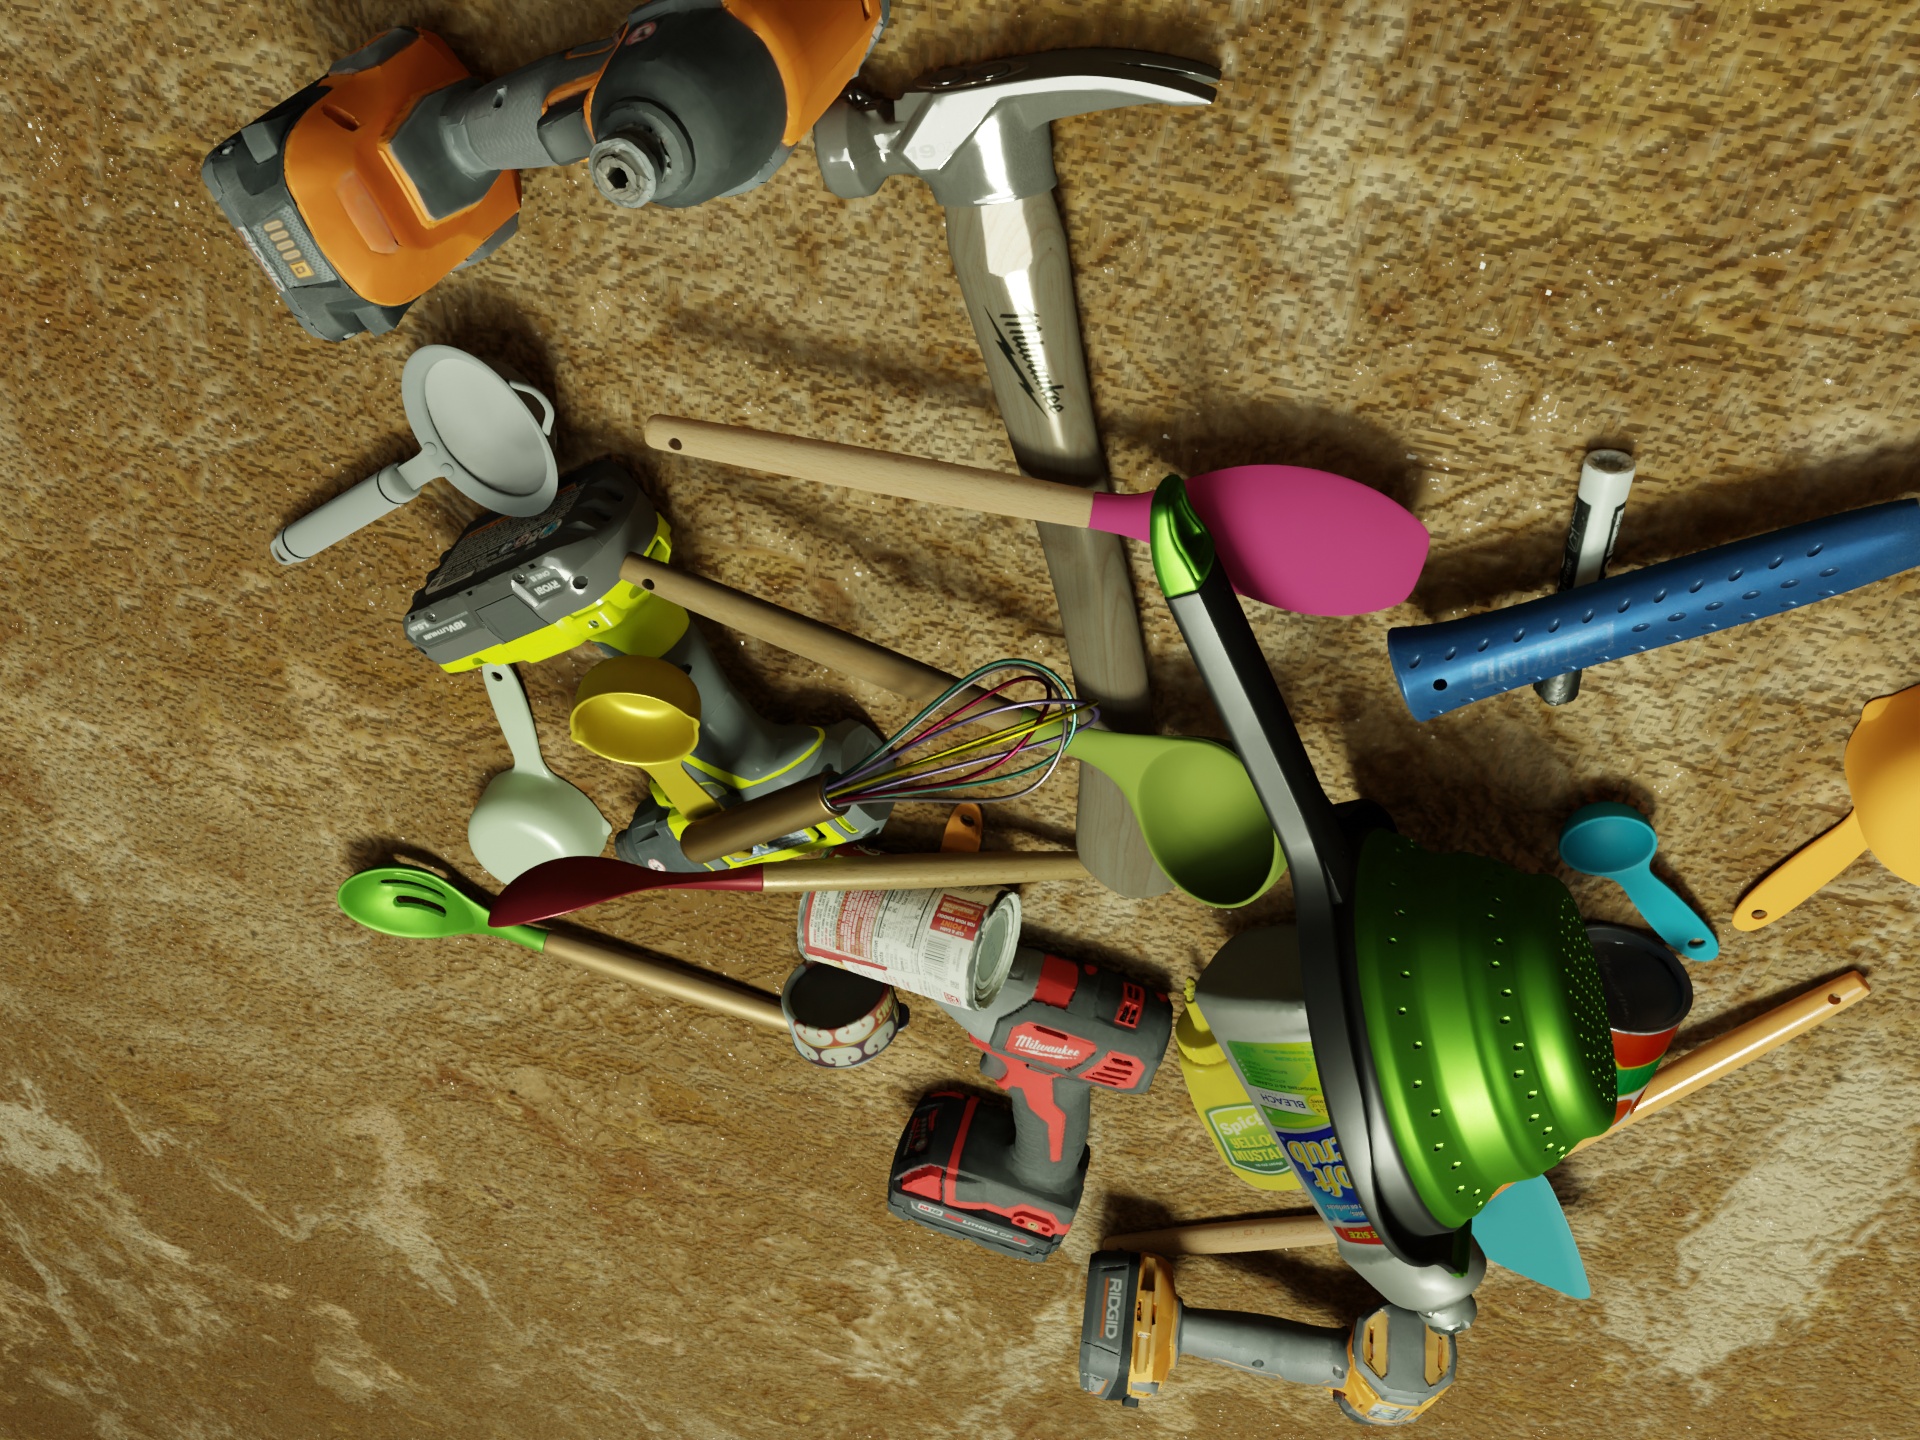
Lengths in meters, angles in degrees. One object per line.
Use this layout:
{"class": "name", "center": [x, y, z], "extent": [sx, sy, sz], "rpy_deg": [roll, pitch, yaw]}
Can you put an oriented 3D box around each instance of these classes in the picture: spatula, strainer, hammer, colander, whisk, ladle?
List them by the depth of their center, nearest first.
{"class": "hammer", "center": [0.360, -0.067, 0.571], "extent": [0.405, 0.035, 0.144], "rpy_deg": [-17, 123, 26]}
{"class": "colander", "center": [0.190, 0.064, 0.657], "extent": [0.094, 0.205, 0.396], "rpy_deg": [-15, 119, 28]}
{"class": "hammer", "center": [0.061, -0.075, 0.685], "extent": [0.146, 0.038, 0.410], "rpy_deg": [-1, 130, 18]}
{"class": "whisk", "center": [-0.042, 0.026, 0.691], "extent": [0.245, 0.047, 0.051], "rpy_deg": [-21, 120, 38]}
{"class": "ladle", "center": [-0.001, -0.002, 0.699], "extent": [0.320, 0.062, 0.078], "rpy_deg": [22, 130, -5]}
{"class": "strainer", "center": [-0.261, -0.118, 0.754], "extent": [0.258, 0.050, 0.086], "rpy_deg": [-17, 116, 37]}
{"class": "ladle", "center": [-0.073, 0.078, 0.795], "extent": [0.315, 0.069, 0.031], "rpy_deg": [-2, 95, -12]}
{"class": "spatula", "center": [0.330, 0.214, 0.843], "extent": [0.322, 0.041, 0.081], "rpy_deg": [-42, 73, 31]}
{"class": "spatula", "center": [0.220, 0.317, 0.978], "extent": [0.317, 0.044, 0.082], "rpy_deg": [-18, 99, 33]}

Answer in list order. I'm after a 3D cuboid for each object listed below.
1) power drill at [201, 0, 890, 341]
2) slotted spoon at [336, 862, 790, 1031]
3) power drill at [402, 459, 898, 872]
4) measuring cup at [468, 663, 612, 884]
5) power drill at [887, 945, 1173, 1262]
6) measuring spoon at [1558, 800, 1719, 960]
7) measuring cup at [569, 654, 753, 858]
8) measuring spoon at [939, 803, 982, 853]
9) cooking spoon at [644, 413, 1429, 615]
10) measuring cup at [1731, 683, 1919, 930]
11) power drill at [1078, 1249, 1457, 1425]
{"class": "power drill", "center": [-0.149, -0.203, 0.553], "extent": [0.226, 0.164, 0.084], "rpy_deg": [-7, 129, 26]}
{"class": "slotted spoon", "center": [-0.233, 0.146, 0.992], "extent": [0.314, 0.031, 0.070], "rpy_deg": [17, 134, 1]}
{"class": "power drill", "center": [-0.159, -0.007, 0.795], "extent": [0.171, 0.080, 0.223], "rpy_deg": [-17, 126, 30]}
{"class": "measuring cup", "center": [-0.248, 0.035, 0.886], "extent": [0.083, 0.038, 0.167], "rpy_deg": [9, 135, 12]}
{"class": "power drill", "center": [0.028, 0.217, 0.934], "extent": [0.143, 0.079, 0.219], "rpy_deg": [18, 131, 2]}
{"class": "measuring spoon", "center": [0.322, 0.074, 0.746], "extent": [0.042, 0.021, 0.128], "rpy_deg": [-27, 127, 34]}
{"class": "measuring cup", "center": [-0.131, 0.020, 0.753], "extent": [0.062, 0.029, 0.156], "rpy_deg": [-8, 146, 14]}
{"class": "measuring spoon", "center": [-0.002, 0.084, 0.869], "extent": [0.021, 0.011, 0.116], "rpy_deg": [23, 132, 13]}
{"class": "cooking spoon", "center": [0.027, -0.089, 0.643], "extent": [0.319, 0.017, 0.068], "rpy_deg": [11, 133, 4]}
{"class": "measuring cup", "center": [0.395, 0.057, 0.674], "extent": [0.095, 0.052, 0.173], "rpy_deg": [27, 132, -6]}
{"class": "power drill", "center": [0.194, 0.412, 1.035], "extent": [0.226, 0.084, 0.185], "rpy_deg": [5, 150, 8]}
